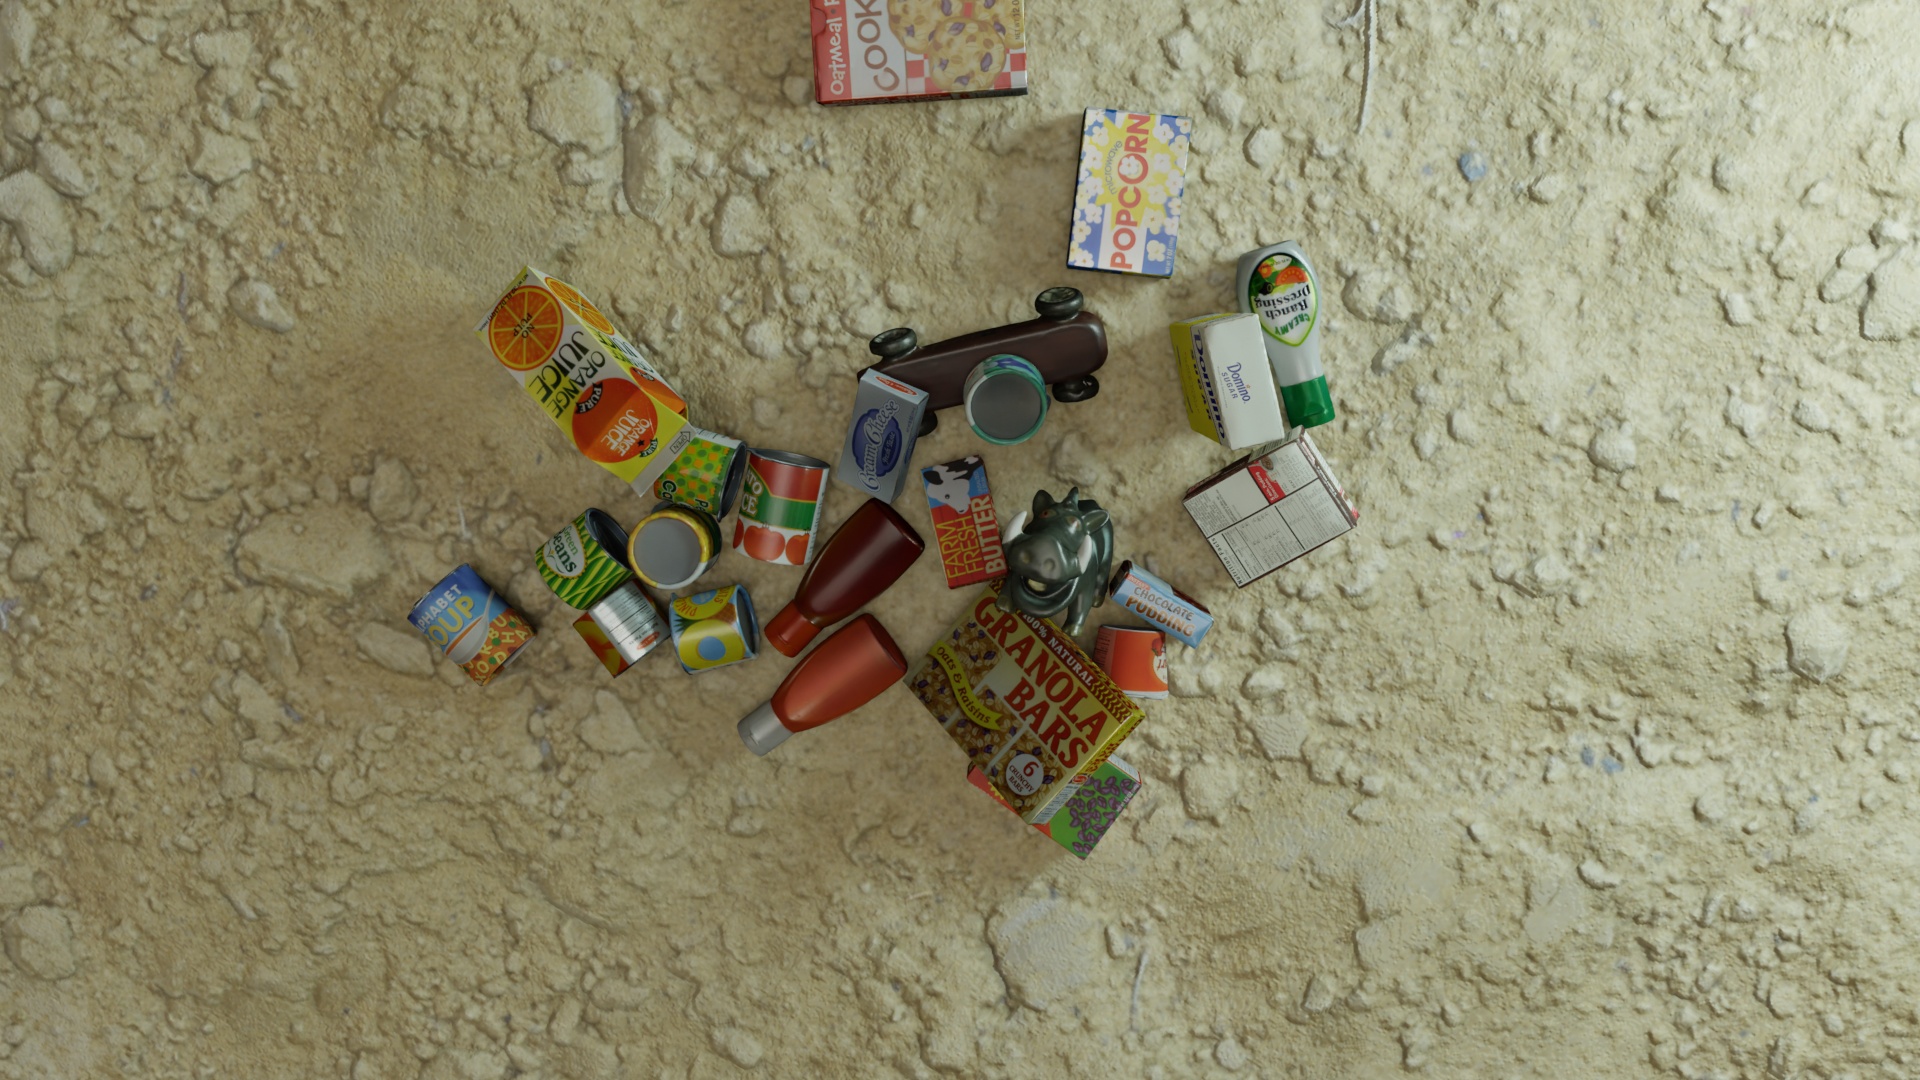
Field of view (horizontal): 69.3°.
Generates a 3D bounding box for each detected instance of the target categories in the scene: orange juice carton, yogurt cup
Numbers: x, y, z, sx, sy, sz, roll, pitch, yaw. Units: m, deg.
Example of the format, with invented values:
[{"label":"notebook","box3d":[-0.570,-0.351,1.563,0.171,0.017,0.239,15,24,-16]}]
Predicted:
[{"label":"orange juice carton","box3d":[-0.289,-0.123,1.100,0.071,0.073,0.193,-47,73,9]},{"label":"yogurt cup","box3d":[0.139,0.099,1.145,0.072,0.072,0.054,5,91,2]}]

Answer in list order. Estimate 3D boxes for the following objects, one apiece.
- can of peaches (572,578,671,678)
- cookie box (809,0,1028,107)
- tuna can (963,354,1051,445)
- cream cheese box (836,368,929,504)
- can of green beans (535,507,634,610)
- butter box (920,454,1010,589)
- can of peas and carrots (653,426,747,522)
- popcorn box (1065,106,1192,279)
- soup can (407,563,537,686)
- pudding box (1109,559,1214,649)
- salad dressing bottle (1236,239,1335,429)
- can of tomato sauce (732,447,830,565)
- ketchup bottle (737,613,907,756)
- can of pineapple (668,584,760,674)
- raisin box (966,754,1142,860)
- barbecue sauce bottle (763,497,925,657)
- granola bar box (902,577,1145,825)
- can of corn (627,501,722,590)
[{"label":"can of peaches","box3d":[-0.281,0.073,1.162,0.071,0.071,0.058,-37,95,8]},{"label":"cookie box","box3d":[-0.033,-0.410,1.091,0.167,0.040,0.122,-3,98,3]},{"label":"tuna can","box3d":[0.038,-0.109,1.091,0.071,0.033,0.070,0,116,0]},{"label":"cream cheese box","box3d":[-0.063,-0.083,1.116,0.053,0.024,0.103,25,129,10]},{"label":"can of green beans","box3d":[-0.309,0.016,1.154,0.058,0.071,0.071,-37,95,8]},{"label":"butter box","box3d":[0.004,-0.014,1.138,0.053,0.024,0.103,-15,76,5]},{"label":"can of peas and carrots","box3d":[-0.213,-0.056,1.138,0.059,0.071,0.071,17,99,1]},{"label":"popcorn box","box3d":[0.133,-0.275,1.103,0.085,0.038,0.126,7,99,2]},{"label":"soup can","box3d":[-0.409,0.072,1.164,0.084,0.071,0.071,45,98,-4]},{"label":"pudding box","box3d":[0.165,0.052,1.143,0.084,0.050,0.030,31,101,-2]},{"label":"salad dressing bottle","box3d":[0.264,-0.163,1.110,0.064,0.044,0.147,-17,99,5]},{"label":"can of tomato sauce","box3d":[-0.149,-0.028,1.139,0.071,0.071,0.083,13,100,1]},{"label":"ketchup bottle","box3d":[-0.120,0.127,1.172,0.148,0.043,0.064,-36,94,7]},{"label":"can of pineapple","box3d":[-0.205,0.072,1.156,0.058,0.071,0.071,-14,98,4]},{"label":"raisin box","box3d":[0.079,0.198,1.174,0.123,0.040,0.086,35,99,-3]},{"label":"barbecue sauce bottle","box3d":[-0.101,0.035,1.158,0.065,0.044,0.148,45,99,-3]},{"label":"granola bar box","box3d":[0.050,0.129,1.126,0.124,0.039,0.166,-48,62,8]},{"label":"can of corn","box3d":[-0.238,0.002,1.152,0.071,0.058,0.071,0,99,3]}]
